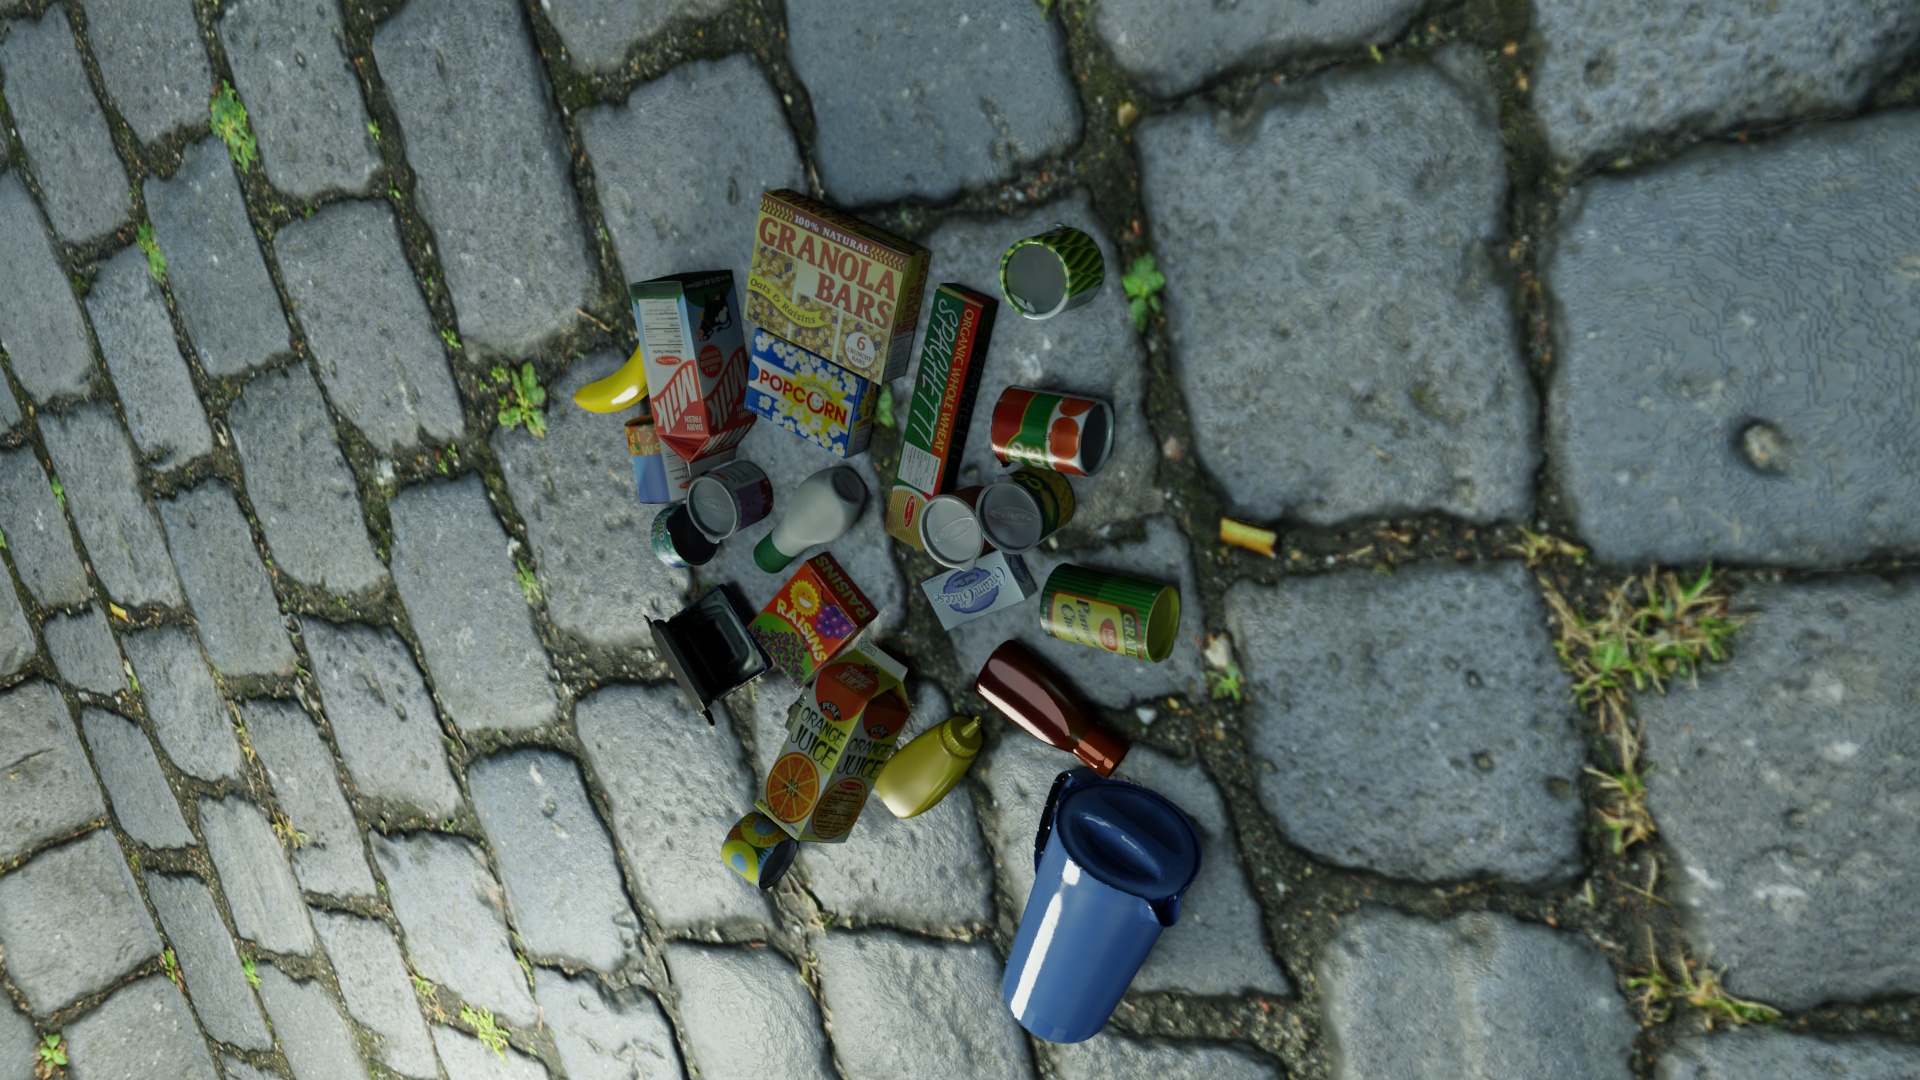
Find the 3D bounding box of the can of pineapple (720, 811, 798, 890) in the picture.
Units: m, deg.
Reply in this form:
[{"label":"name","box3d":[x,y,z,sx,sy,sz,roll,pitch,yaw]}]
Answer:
[{"label":"can of pineapple","box3d":[-0.222,0.341,1.533,0.058,0.071,0.070,29,122,22]}]

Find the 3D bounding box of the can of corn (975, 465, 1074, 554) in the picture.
[{"label":"can of corn","box3d":[0.056,-0.031,1.199,0.071,0.058,0.071,14,116,30]}]

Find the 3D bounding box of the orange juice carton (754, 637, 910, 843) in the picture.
[{"label":"orange juice carton","box3d":[-0.116,0.195,1.364,0.072,0.073,0.192,29,94,38]}]

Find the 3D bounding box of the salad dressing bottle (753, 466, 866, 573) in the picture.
[{"label":"salad dressing bottle","box3d":[-0.151,-0.017,1.357,0.147,0.044,0.064,-38,87,39]}]

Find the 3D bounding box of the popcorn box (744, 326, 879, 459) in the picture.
[{"label":"popcorn box","box3d":[-0.139,-0.141,1.302,0.127,0.038,0.084,27,123,23]}]

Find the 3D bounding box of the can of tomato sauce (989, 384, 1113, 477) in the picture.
[{"label":"can of tomato sauce","box3d":[0.076,-0.089,1.155,0.083,0.071,0.071,12,115,30]}]

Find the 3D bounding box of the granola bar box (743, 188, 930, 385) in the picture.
[{"label":"granola bar box","box3d":[-0.115,-0.229,1.249,0.166,0.039,0.123,28,121,23]}]

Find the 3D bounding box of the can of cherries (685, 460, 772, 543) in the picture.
[{"label":"can of cherries","box3d":[-0.232,-0.039,1.394,0.071,0.058,0.071,13,115,29]}]

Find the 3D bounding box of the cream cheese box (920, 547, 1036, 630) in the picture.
[{"label":"cream cheese box","box3d":[0.017,0.043,1.277,0.103,0.024,0.053,-25,95,39]}]

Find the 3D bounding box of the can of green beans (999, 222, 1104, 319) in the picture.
[{"label":"can of green beans","box3d":[0.073,-0.214,1.114,0.071,0.058,0.071,13,115,30]}]

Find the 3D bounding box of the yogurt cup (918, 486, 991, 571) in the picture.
[{"label":"yogurt cup","box3d":[0.004,-0.016,1.243,0.072,0.054,0.072,13,115,30]}]

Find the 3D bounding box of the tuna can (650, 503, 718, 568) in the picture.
[{"label":"tuna can","box3d":[-0.287,-0.006,1.437,0.033,0.071,0.071,-10,103,37]}]

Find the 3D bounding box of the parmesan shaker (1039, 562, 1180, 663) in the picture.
[{"label":"parmesan shaker","box3d":[0.127,0.063,1.183,0.103,0.071,0.071,11,115,31]}]

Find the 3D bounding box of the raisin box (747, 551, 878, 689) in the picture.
[{"label":"raisin box","box3d":[-0.150,0.081,1.398,0.086,0.040,0.123,51,127,8]}]

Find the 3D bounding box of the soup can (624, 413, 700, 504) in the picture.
[{"label":"soup can","box3d":[-0.305,-0.085,1.420,0.071,0.071,0.083,2,109,34]}]

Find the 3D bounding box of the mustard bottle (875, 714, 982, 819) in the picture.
[{"label":"mustard bottle","box3d":[-0.021,0.213,1.355,0.065,0.049,0.159,54,128,12]}]

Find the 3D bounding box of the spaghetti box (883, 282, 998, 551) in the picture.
[{"label":"spaghetti box","box3d":[-0.019,-0.107,1.239,0.050,0.029,0.248,28,122,23]}]

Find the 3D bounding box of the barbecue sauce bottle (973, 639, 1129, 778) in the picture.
[{"label":"barbecue sauce bottle","box3d":[0.084,0.157,1.264,0.149,0.044,0.064,37,125,16]}]

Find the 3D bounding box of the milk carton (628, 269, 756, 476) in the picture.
[{"label":"milk carton","box3d":[-0.256,-0.162,1.353,0.073,0.072,0.190,4,109,33]}]
